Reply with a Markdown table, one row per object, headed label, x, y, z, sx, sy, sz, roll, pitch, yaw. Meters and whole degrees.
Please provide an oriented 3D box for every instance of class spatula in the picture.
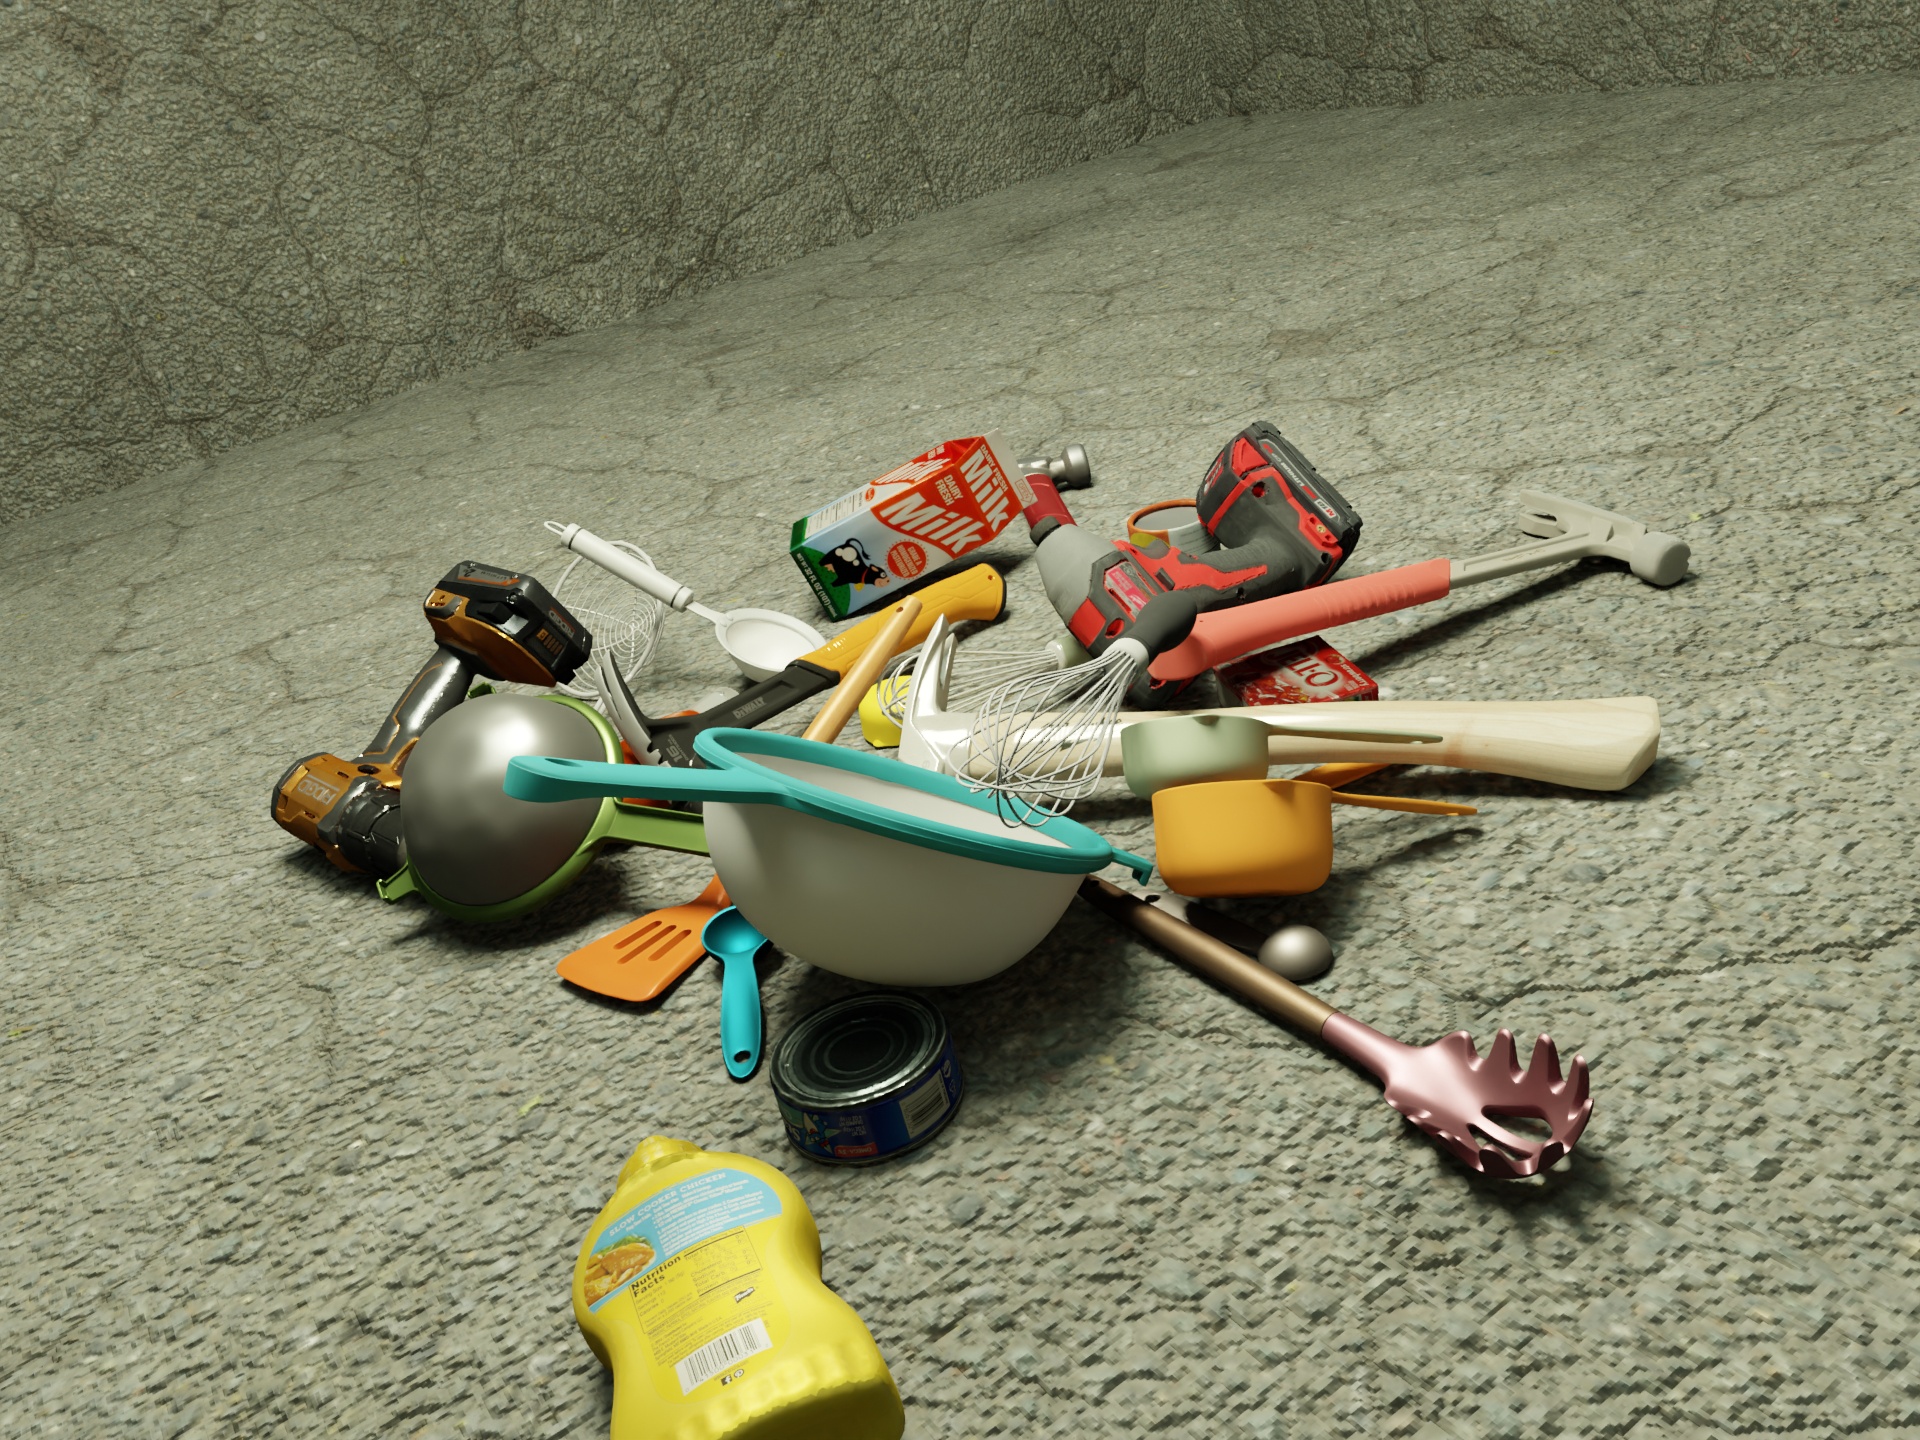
| label | x | y | z | sx | sy | sz | roll | pitch | yaw |
| --- | --- | --- | --- | --- | --- | --- | --- | --- | --- |
| spatula | -0.111 | 0.038 | 0.941 | 0.081 | 0.041 | 0.323 | 9 | 54 | 39 |

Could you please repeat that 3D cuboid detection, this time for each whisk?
| label | x | y | z | sx | sy | sz | roll | pitch | yaw |
| --- | --- | --- | --- | --- | --- | --- | --- | --- | --- |
| whisk | 0.056 | -0.038 | 1.044 | 0.246 | 0.057 | 0.059 | -15 | 68 | -26 |
| whisk | 0.073 | -0.019 | 0.801 | 0.070 | 0.070 | 0.284 | -1 | 19 | 26 |

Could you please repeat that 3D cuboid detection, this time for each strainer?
| label | x | y | z | sx | sy | sz | roll | pitch | yaw |
| --- | --- | --- | --- | --- | --- | --- | --- | --- | --- |
| strainer | -0.232 | 0.044 | 0.914 | 0.256 | 0.069 | 0.152 | 6 | 64 | 27 |
| strainer | -0.075 | 0.070 | 0.730 | 0.211 | 0.095 | 0.340 | 19 | 6 | 36 |
| strainer | -0.202 | -0.086 | 1.195 | 0.258 | 0.050 | 0.087 | 30 | 31 | 4 |

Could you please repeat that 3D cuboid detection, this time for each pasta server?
| label | x | y | z | sx | sy | sz | roll | pitch | yaw |
| --- | --- | --- | --- | --- | --- | --- | --- | --- | --- |
| pasta server | 0.145 | 0.120 | 0.708 | 0.060 | 0.040 | 0.316 | -36 | 31 | -18 |

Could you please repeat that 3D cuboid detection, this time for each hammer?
| label | x | y | z | sx | sy | sz | roll | pitch | yaw |
| --- | --- | --- | --- | --- | --- | --- | --- | --- | --- |
| hammer | 0.274 | -0.087 | 1.013 | 0.359 | 0.036 | 0.149 | -14 | 25 | -19 |
| hammer | -0.091 | -0.047 | 1.111 | 0.337 | 0.127 | 0.034 | -30 | -12 | -40 |
| hammer | 0.066 | -0.142 | 1.280 | 0.143 | 0.038 | 0.387 | -15 | 26 | 0 |
| hammer | 0.164 | 0.001 | 0.886 | 0.410 | 0.038 | 0.146 | -2 | 60 | 17 |

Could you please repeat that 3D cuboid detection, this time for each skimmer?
| label | x | y | z | sx | sy | sz | roll | pitch | yaw |
| --- | --- | --- | --- | --- | --- | --- | --- | --- | --- |
| skimmer | -0.290 | -0.016 | 1.146 | 0.127 | 0.090 | 0.364 | -35 | 21 | 20 |

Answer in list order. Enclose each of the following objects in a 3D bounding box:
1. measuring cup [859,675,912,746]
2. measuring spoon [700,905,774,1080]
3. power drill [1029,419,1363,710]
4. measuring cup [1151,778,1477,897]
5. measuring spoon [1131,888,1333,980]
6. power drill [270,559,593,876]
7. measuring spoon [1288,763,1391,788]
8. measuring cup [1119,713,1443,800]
| label | x | y | z | sx | sy | sz | roll | pitch | yaw |
| --- | --- | --- | --- | --- | --- | --- | --- | --- | --- |
| measuring cup | -0.002 | -0.003 | 1.041 | 0.157 | 0.029 | 0.062 | 7 | 33 | 37 |
| measuring spoon | -0.112 | 0.144 | 0.823 | 0.042 | 0.021 | 0.129 | -12 | 35 | -1 |
| power drill | 0.152 | -0.109 | 1.061 | 0.219 | 0.078 | 0.143 | -32 | 75 | -33 |
| measuring cup | 0.180 | 0.063 | 0.791 | 0.173 | 0.052 | 0.095 | 4 | -11 | -13 |
| measuring spoon | 0.128 | 0.098 | 0.783 | 0.034 | 0.018 | 0.124 | -31 | 30 | -31 |
| power drill | -0.349 | 0.006 | 1.078 | 0.185 | 0.084 | 0.226 | 15 | 64 | 43 |
| measuring spoon | 0.226 | 0.028 | 0.890 | 0.117 | 0.011 | 0.021 | -20 | 31 | -4 |
| measuring cup | 0.166 | 0.023 | 0.820 | 0.167 | 0.038 | 0.083 | 1 | -11 | -1 |
